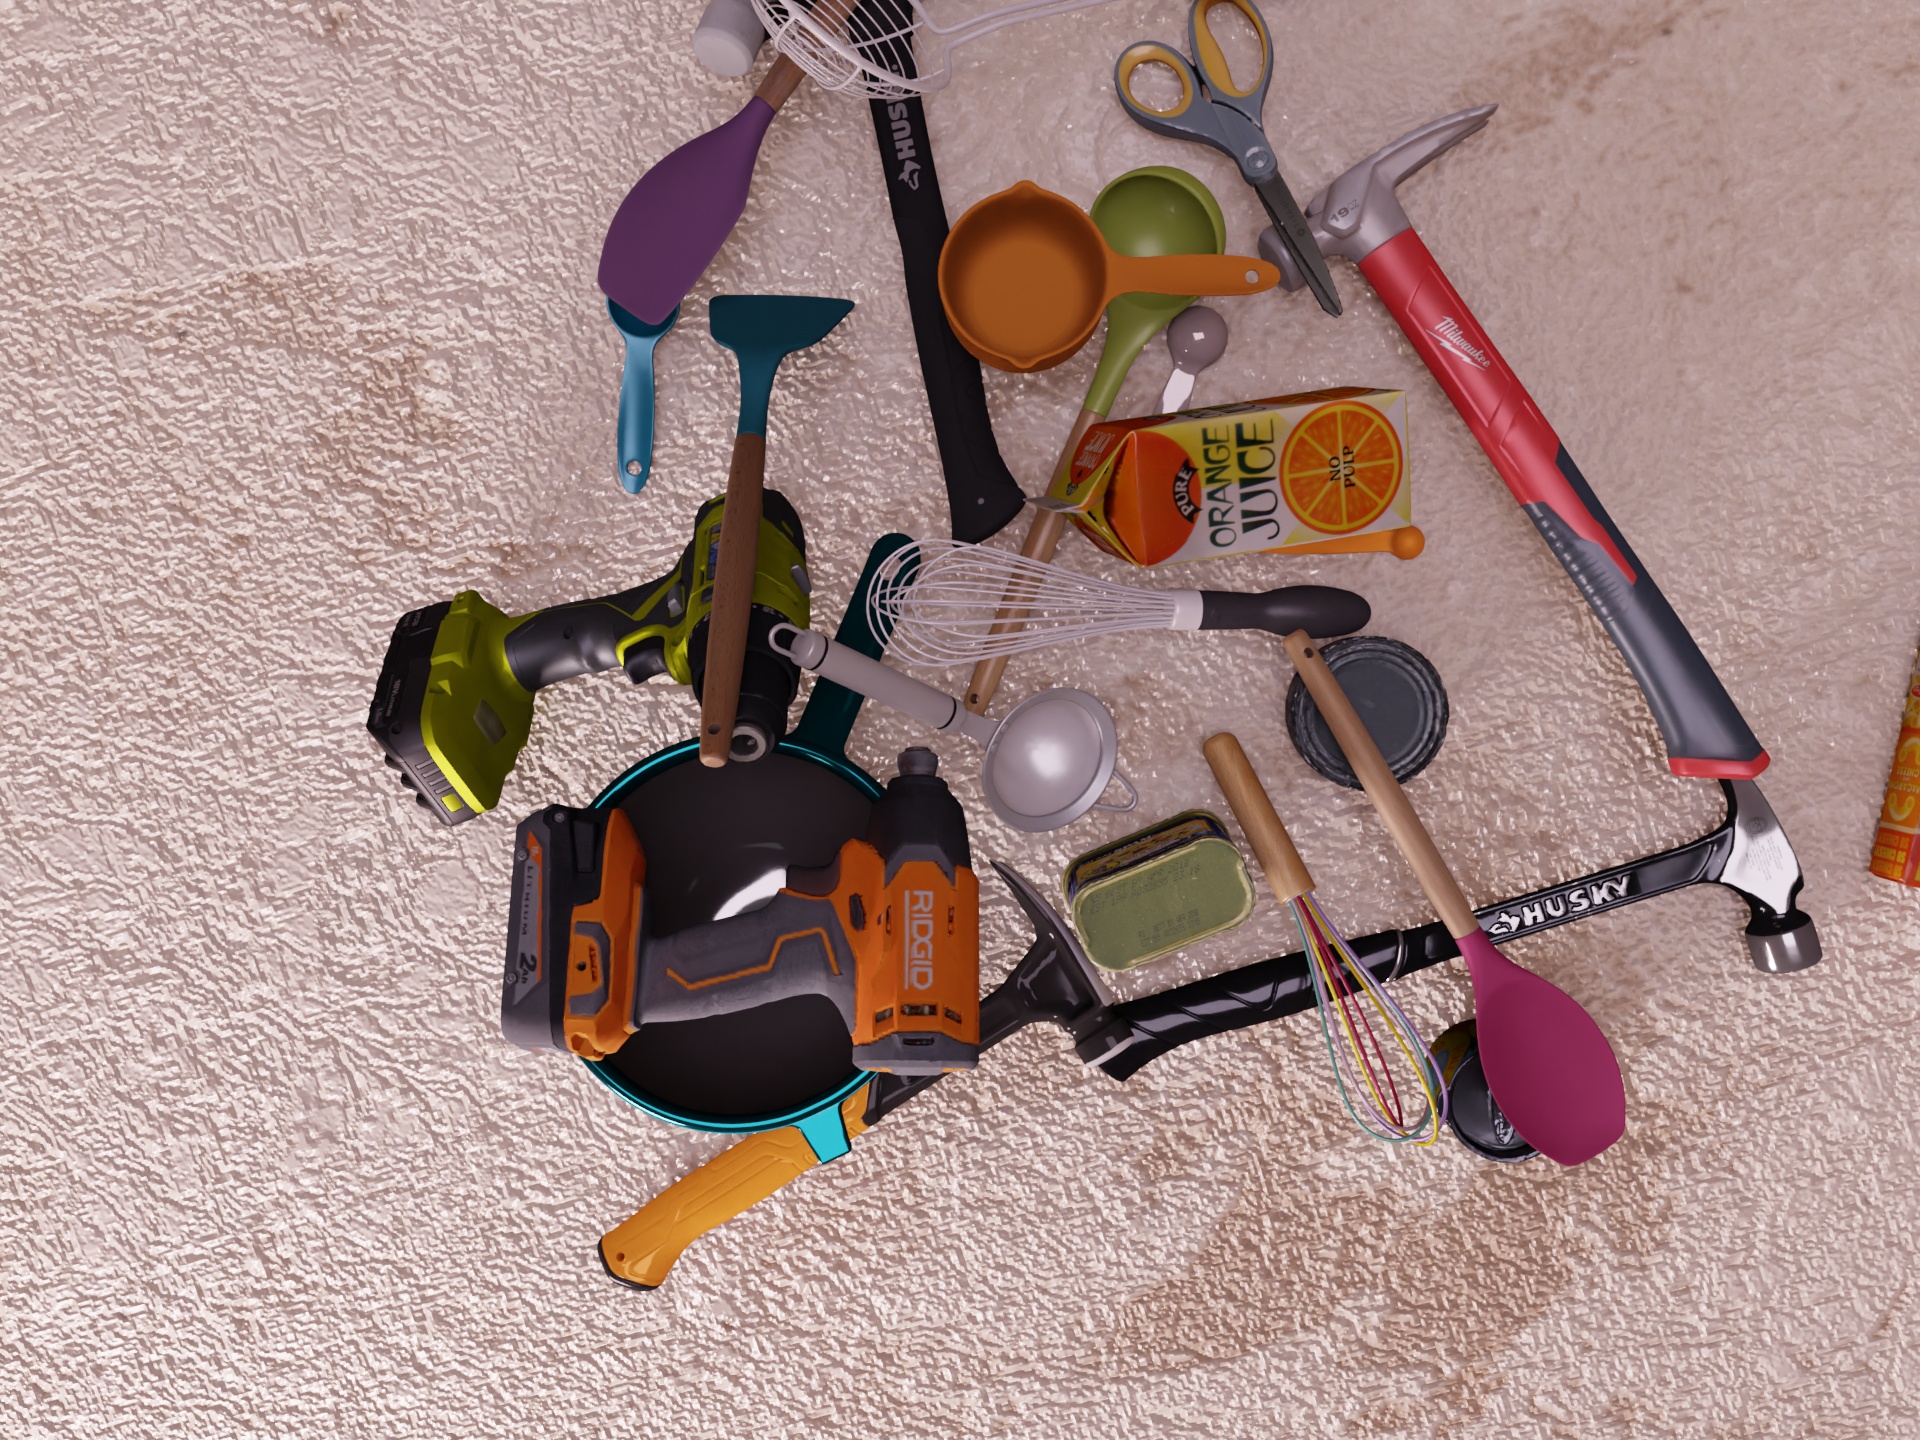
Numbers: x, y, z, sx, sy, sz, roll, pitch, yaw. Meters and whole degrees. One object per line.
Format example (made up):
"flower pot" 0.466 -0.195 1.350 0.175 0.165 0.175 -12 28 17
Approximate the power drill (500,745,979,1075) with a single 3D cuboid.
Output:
"power drill" -0.103 0.092 0.794 0.226 0.084 0.164 1 74 -2

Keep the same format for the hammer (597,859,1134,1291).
"hammer" -0.072 0.218 0.910 0.337 0.034 0.127 -35 76 8

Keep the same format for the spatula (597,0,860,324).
"spatula" -0.091 -0.351 0.849 0.060 0.018 0.316 37 92 5

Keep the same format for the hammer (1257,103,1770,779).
"hammer" 0.325 -0.141 0.854 0.143 0.038 0.386 -33 86 3

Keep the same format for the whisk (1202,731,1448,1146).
"whisk" 0.191 0.117 0.864 0.051 0.047 0.245 -27 71 7

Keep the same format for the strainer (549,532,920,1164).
"strainer" -0.092 0.060 0.889 0.211 0.095 0.340 20 77 6

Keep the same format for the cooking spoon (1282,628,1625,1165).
"cooking spoon" 0.258 0.091 0.852 0.069 0.017 0.319 -29 86 -4

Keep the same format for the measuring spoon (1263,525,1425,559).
"measuring spoon" 0.203 -0.103 0.893 0.117 0.011 0.021 4 94 3

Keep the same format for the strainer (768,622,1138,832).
"strainer" -0.001 -0.003 0.847 0.258 0.050 0.087 25 96 -40

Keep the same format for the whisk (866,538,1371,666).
"whisk" 0.090 -0.060 0.864 0.284 0.070 0.070 1 94 -11

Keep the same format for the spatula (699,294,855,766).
"spatula" -0.106 -0.114 0.807 0.082 0.044 0.318 2 61 1

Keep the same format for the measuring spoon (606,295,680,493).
"measuring spoon" -0.182 -0.194 0.908 0.042 0.021 0.128 7 103 2

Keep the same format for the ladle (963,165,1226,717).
"ladle" 0.060 -0.146 0.877 0.078 0.062 0.320 24 98 17

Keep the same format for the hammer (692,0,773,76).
"hammer" -0.284 -0.458 0.869 0.405 0.035 0.144 15 72 6

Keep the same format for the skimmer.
"skimmer" 0.068 -0.394 0.810 0.363 0.090 0.127 -16 63 -9

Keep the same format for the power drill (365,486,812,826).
"power drill" -0.187 -0.026 0.839 0.228 0.191 0.080 -17 130 9

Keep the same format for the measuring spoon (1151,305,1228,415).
"measuring spoon" 0.118 -0.172 0.889 0.034 0.018 0.124 19 95 1

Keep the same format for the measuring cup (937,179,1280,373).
"measuring cup" 0.075 -0.225 0.826 0.173 0.052 0.095 0 90 -1

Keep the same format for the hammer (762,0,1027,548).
"hammer" -0.025 -0.260 0.872 0.146 0.035 0.335 -12 89 3

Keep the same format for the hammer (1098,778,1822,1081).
"hammer" 0.261 0.122 0.894 0.409 0.036 0.149 -17 92 4
